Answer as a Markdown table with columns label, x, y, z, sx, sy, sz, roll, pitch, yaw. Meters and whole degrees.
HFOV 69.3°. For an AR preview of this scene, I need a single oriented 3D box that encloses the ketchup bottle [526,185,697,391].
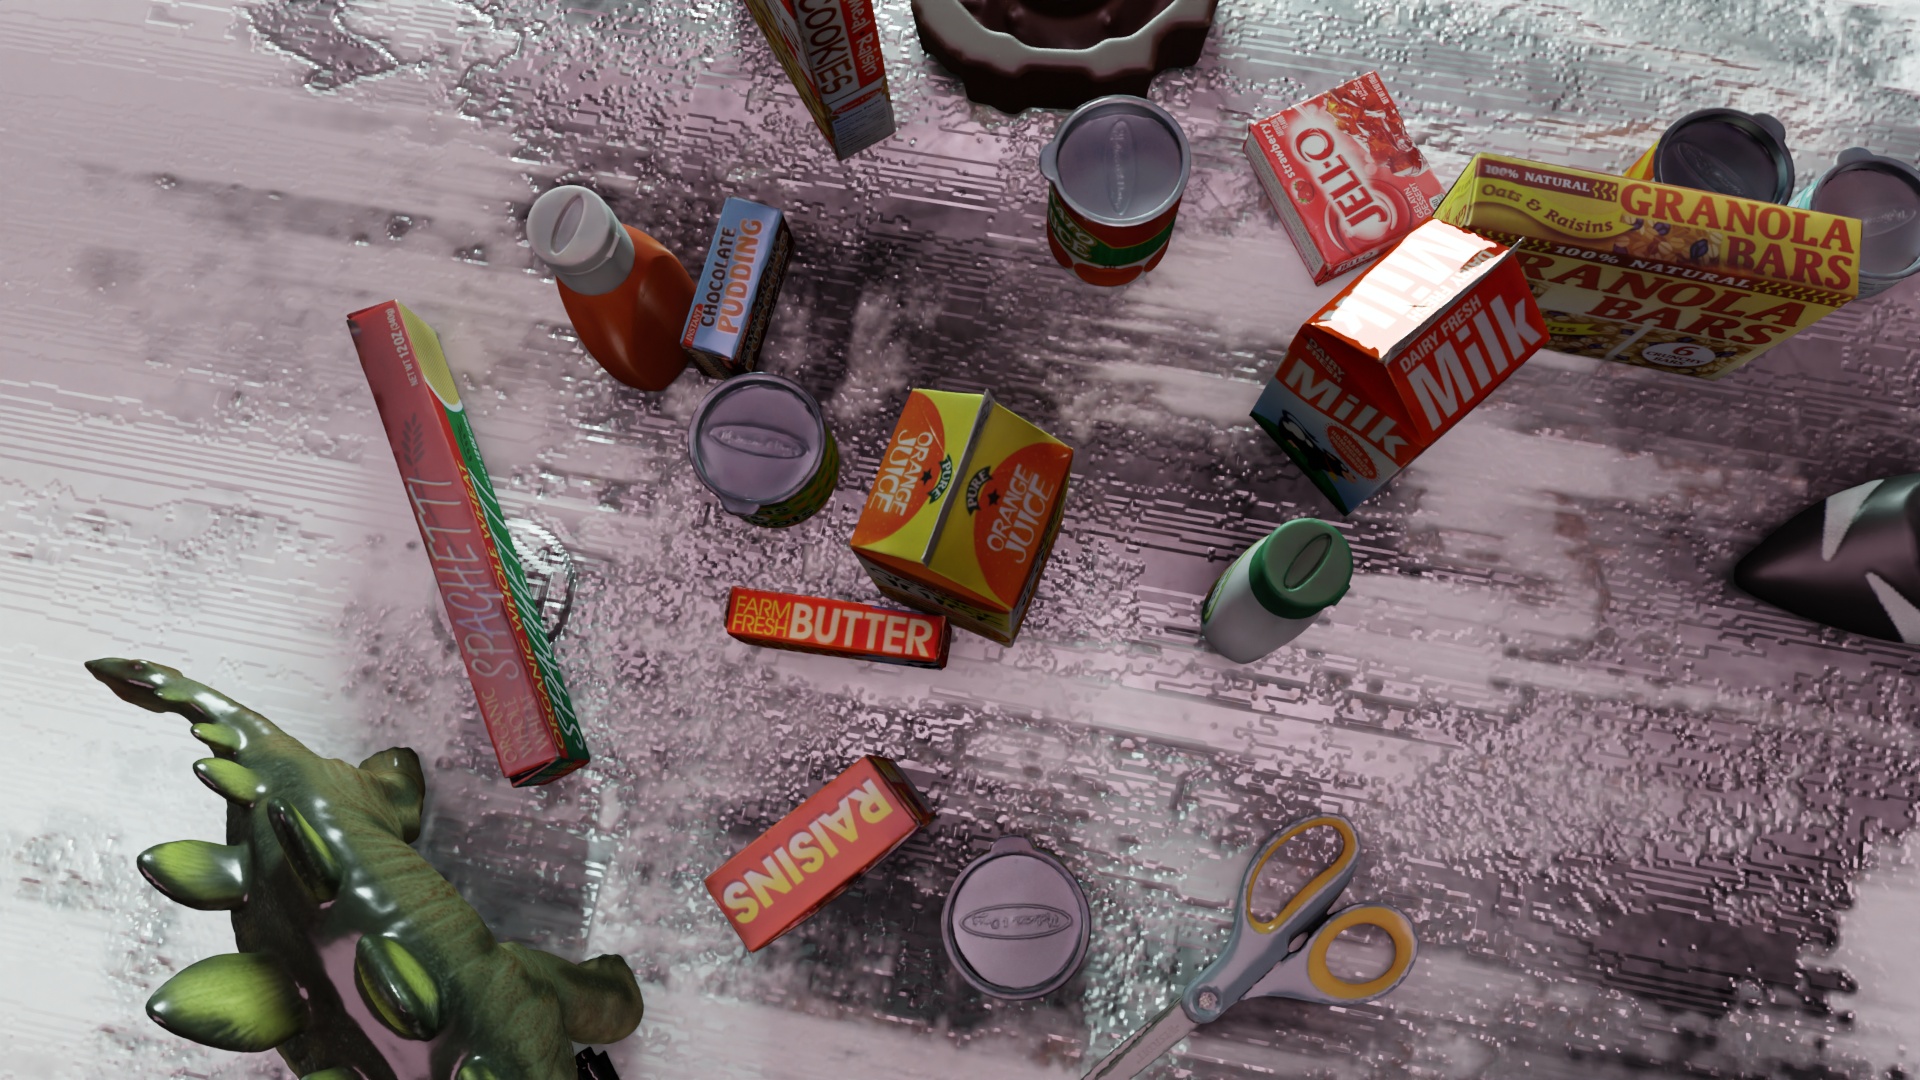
| label | x | y | z | sx | sy | sz | roll | pitch | yaw |
| --- | --- | --- | --- | --- | --- | --- | --- | --- | --- |
| ketchup bottle | -0.161 | -0.120 | 0.655 | 0.043 | 0.148 | 0.065 | 19 | 81 | 6 |

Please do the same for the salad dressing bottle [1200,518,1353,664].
| label | x | y | z | sx | sy | sz | roll | pitch | yaw |
| --- | --- | --- | --- | --- | --- | --- | --- | --- | --- |
| salad dressing bottle | 0.140 | 0.021 | 0.617 | 0.044 | 0.147 | 0.064 | 39 | 83 | 8 |

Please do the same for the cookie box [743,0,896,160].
| label | x | y | z | sx | sy | sz | roll | pitch | yaw |
| --- | --- | --- | --- | --- | --- | --- | --- | --- | --- |
| cookie box | -0.084 | -0.277 | 0.673 | 0.040 | 0.167 | 0.123 | -29 | 80 | -3 |

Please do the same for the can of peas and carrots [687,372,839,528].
| label | x | y | z | sx | sy | sz | roll | pitch | yaw |
| --- | --- | --- | --- | --- | --- | --- | --- | --- | --- |
| can of peas and carrots | -0.096 | -0.040 | 0.683 | 0.071 | 0.058 | 0.071 | 0 | 79 | 2 |

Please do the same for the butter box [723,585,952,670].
| label | x | y | z | sx | sy | sz | roll | pitch | yaw |
| --- | --- | --- | --- | --- | --- | --- | --- | --- | --- |
| butter box | -0.058 | 0.043 | 0.669 | 0.103 | 0.053 | 0.024 | 8 | 80 | 4 |

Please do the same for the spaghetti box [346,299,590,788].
| label | x | y | z | sx | sy | sz | roll | pitch | yaw |
| --- | --- | --- | --- | --- | --- | --- | --- | --- | --- |
| spaghetti box | -0.243 | 0.001 | 0.685 | 0.029 | 0.050 | 0.250 | -23 | 79 | -2 |

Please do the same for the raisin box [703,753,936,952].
| label | x | y | z | sx | sy | sz | roll | pitch | yaw |
| --- | --- | --- | --- | --- | --- | --- | --- | --- | --- |
| raisin box | -0.058 | 0.136 | 0.615 | 0.086 | 0.123 | 0.040 | -37 | 80 | -4 |

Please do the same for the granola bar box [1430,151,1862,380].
| label | x | y | z | sx | sy | sz | roll | pitch | yaw |
| --- | --- | --- | --- | --- | --- | --- | --- | --- | --- |
| granola bar box | 0.303 | -0.126 | 0.651 | 0.166 | 0.124 | 0.039 | 12 | 80 | 4 |

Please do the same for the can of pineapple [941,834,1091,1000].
| label | x | y | z | sx | sy | sz | roll | pitch | yaw |
| --- | --- | --- | --- | --- | --- | --- | --- | --- | --- |
| can of pineapple | 0.026 | 0.172 | 0.638 | 0.071 | 0.057 | 0.071 | 0 | 79 | 2 |

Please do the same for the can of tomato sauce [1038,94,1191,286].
| label | x | y | z | sx | sy | sz | roll | pitch | yaw |
| --- | --- | --- | --- | --- | --- | --- | --- | --- | --- |
| can of tomato sauce | 0.074 | -0.170 | 0.690 | 0.071 | 0.083 | 0.071 | 0 | 79 | 2 |

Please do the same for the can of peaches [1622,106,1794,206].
| label | x | y | z | sx | sy | sz | roll | pitch | yaw |
| --- | --- | --- | --- | --- | --- | --- | --- | --- | --- |
| can of peaches | 0.368 | -0.174 | 0.692 | 0.071 | 0.058 | 0.071 | 0 | 79 | 2 |

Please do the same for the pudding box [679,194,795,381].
| label | x | y | z | sx | sy | sz | roll | pitch | yaw |
| --- | --- | --- | --- | --- | --- | --- | --- | --- | --- |
| pudding box | -0.113 | -0.126 | 0.705 | 0.030 | 0.049 | 0.084 | 15 | 80 | 5 |

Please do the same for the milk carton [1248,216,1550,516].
| label | x | y | z | sx | sy | sz | roll | pitch | yaw |
| --- | --- | --- | --- | --- | --- | --- | --- | --- | --- |
| milk carton | 0.191 | -0.076 | 0.612 | 0.072 | 0.190 | 0.073 | -40 | 81 | -5 |

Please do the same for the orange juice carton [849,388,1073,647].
| label | x | y | z | sx | sy | sz | roll | pitch | yaw |
| --- | --- | --- | --- | --- | --- | --- | --- | --- | --- |
| orange juice carton | 0.002 | -0.008 | 0.605 | 0.073 | 0.192 | 0.072 | 21 | 81 | 6 |

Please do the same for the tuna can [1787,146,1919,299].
| label | x | y | z | sx | sy | sz | roll | pitch | yaw |
| --- | --- | --- | --- | --- | --- | --- | --- | --- | --- |
| tuna can | 0.451 | -0.159 | 0.699 | 0.071 | 0.032 | 0.071 | 0 | 79 | 2 |
